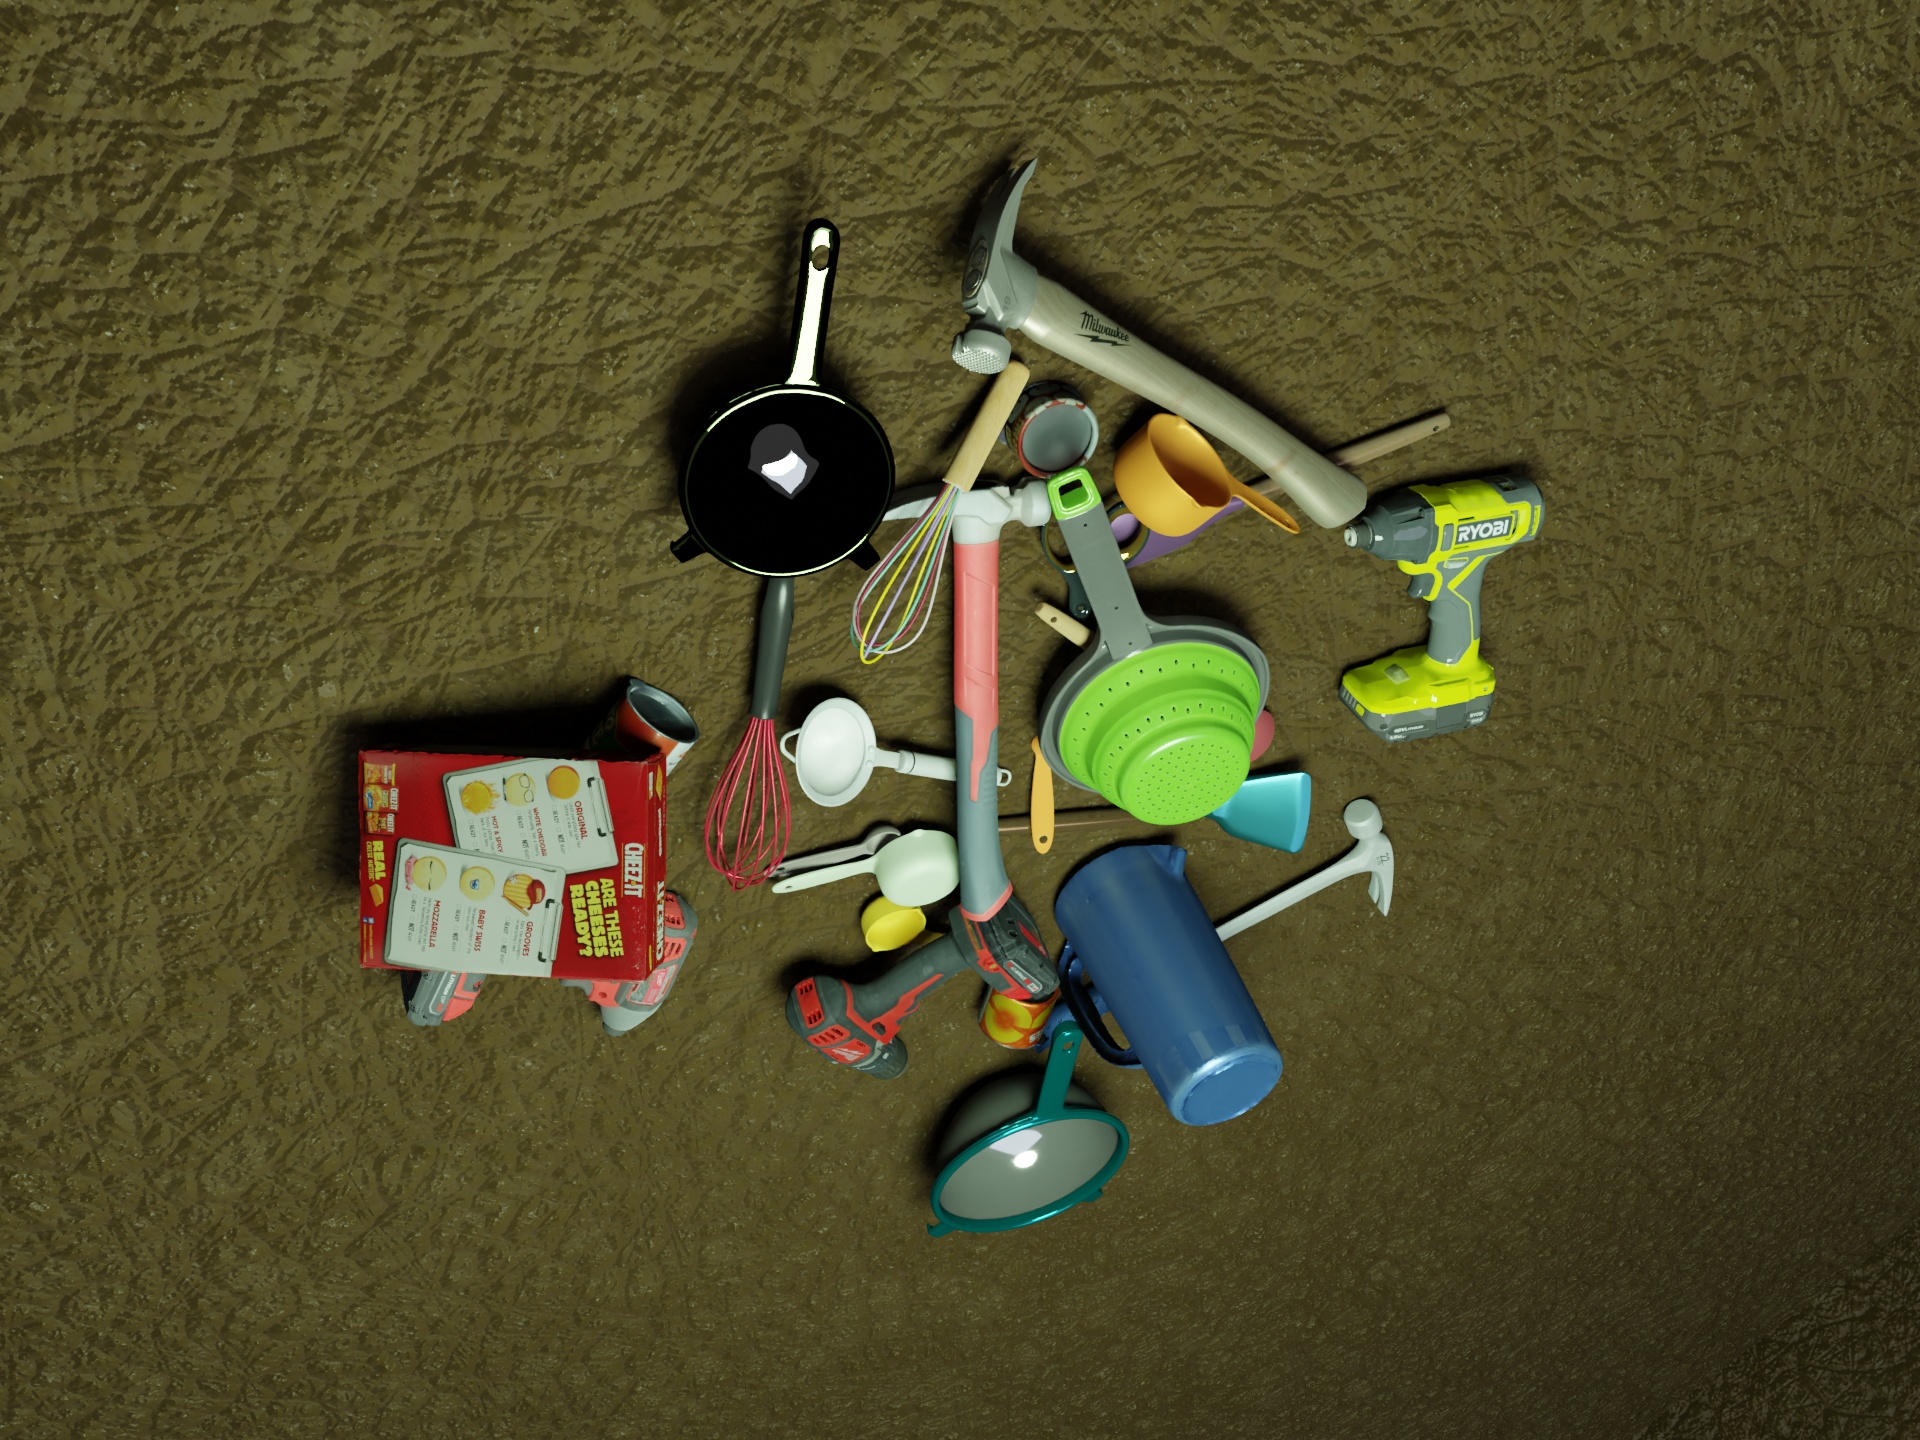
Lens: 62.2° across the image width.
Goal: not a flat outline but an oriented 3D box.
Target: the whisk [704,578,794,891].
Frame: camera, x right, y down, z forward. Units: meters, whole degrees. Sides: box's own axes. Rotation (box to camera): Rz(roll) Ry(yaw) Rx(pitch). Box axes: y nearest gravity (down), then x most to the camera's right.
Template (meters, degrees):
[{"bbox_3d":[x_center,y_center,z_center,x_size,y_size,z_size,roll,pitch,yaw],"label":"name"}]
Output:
[{"bbox_3d":[-0.158,0.011,1.256,0.073,0.073,0.295,0,120,-21],"label":"whisk"}]

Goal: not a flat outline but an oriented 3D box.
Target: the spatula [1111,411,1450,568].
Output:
[{"bbox_3d":[0.249,-0.190,1.285,0.316,0.018,0.059,-21,131,-4],"label":"spatula"}]

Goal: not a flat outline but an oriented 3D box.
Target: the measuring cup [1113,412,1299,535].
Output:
[{"bbox_3d":[0.190,-0.170,1.232,0.173,0.095,0.052,23,136,-34],"label":"measuring cup"}]

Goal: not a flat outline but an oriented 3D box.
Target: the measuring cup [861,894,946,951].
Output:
[{"bbox_3d":[-0.030,0.191,1.467,0.156,0.029,0.062,21,122,-45],"label":"measuring cup"}]

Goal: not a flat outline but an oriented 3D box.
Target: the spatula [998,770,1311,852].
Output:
[{"bbox_3d":[0.165,0.089,1.446,0.317,0.044,0.082,-4,111,-16],"label":"spatula"}]

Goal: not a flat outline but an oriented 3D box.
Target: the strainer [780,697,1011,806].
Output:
[{"bbox_3d":[-0.055,0.034,1.311,0.258,0.050,0.087,11,87,-40],"label":"strainer"}]

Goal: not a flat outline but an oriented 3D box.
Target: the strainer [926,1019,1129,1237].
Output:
[{"bbox_3d":[0.067,0.379,1.579,0.211,0.095,0.340,-7,134,-18],"label":"strainer"}]

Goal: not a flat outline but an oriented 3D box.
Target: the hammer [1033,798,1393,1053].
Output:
[{"bbox_3d":[0.249,0.223,1.583,0.405,0.035,0.143,-28,130,1],"label":"hammer"}]

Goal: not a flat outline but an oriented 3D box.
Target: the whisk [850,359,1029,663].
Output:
[{"bbox_3d":[-0.014,-0.151,1.160,0.047,0.051,0.245,27,91,-40],"label":"whisk"}]

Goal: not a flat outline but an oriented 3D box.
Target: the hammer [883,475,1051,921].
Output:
[{"bbox_3d":[-0.002,-0.004,1.279,0.143,0.038,0.386,-8,118,-14],"label":"hammer"}]

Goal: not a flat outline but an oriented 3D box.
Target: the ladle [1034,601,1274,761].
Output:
[{"bbox_3d":[0.171,-0.029,1.358,0.315,0.031,0.069,30,114,-38],"label":"ladle"}]

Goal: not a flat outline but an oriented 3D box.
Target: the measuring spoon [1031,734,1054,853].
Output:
[{"bbox_3d":[0.073,0.066,1.398,0.021,0.011,0.116,-6,114,-10],"label":"measuring spoon"}]

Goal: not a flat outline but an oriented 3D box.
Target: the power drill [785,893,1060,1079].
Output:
[{"bbox_3d":[-0.028,0.252,1.455,0.226,0.080,0.187,-28,144,8],"label":"power drill"}]

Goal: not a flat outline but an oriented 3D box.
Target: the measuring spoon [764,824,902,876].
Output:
[{"bbox_3d":[-0.112,0.112,1.380,0.124,0.018,0.034,-15,145,-1],"label":"measuring spoon"}]

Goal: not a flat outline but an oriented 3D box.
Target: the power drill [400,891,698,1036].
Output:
[{"bbox_3d":[-0.341,0.200,1.319,0.219,0.079,0.143,11,120,-31],"label":"power drill"}]

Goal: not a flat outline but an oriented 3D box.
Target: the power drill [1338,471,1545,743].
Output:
[{"bbox_3d":[0.402,-0.098,1.378,0.171,0.080,0.223,-11,124,-14],"label":"power drill"}]

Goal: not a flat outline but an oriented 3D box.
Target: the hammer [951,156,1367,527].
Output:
[{"bbox_3d":[0.166,-0.248,1.162,0.410,0.038,0.146,21,75,-37],"label":"hammer"}]

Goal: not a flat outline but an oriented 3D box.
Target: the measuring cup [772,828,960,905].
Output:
[{"bbox_3d":[-0.078,0.141,1.380,0.167,0.038,0.083,-11,145,-15],"label":"measuring cup"}]

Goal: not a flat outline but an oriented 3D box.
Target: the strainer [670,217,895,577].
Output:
[{"bbox_3d":[-0.116,-0.223,1.088,0.151,0.069,0.256,0,124,-18],"label":"strainer"}]

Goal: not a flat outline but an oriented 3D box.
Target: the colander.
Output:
[{"bbox_3d":[0.147,-0.032,1.256,0.204,0.095,0.396,-23,136,5],"label":"colander"}]
